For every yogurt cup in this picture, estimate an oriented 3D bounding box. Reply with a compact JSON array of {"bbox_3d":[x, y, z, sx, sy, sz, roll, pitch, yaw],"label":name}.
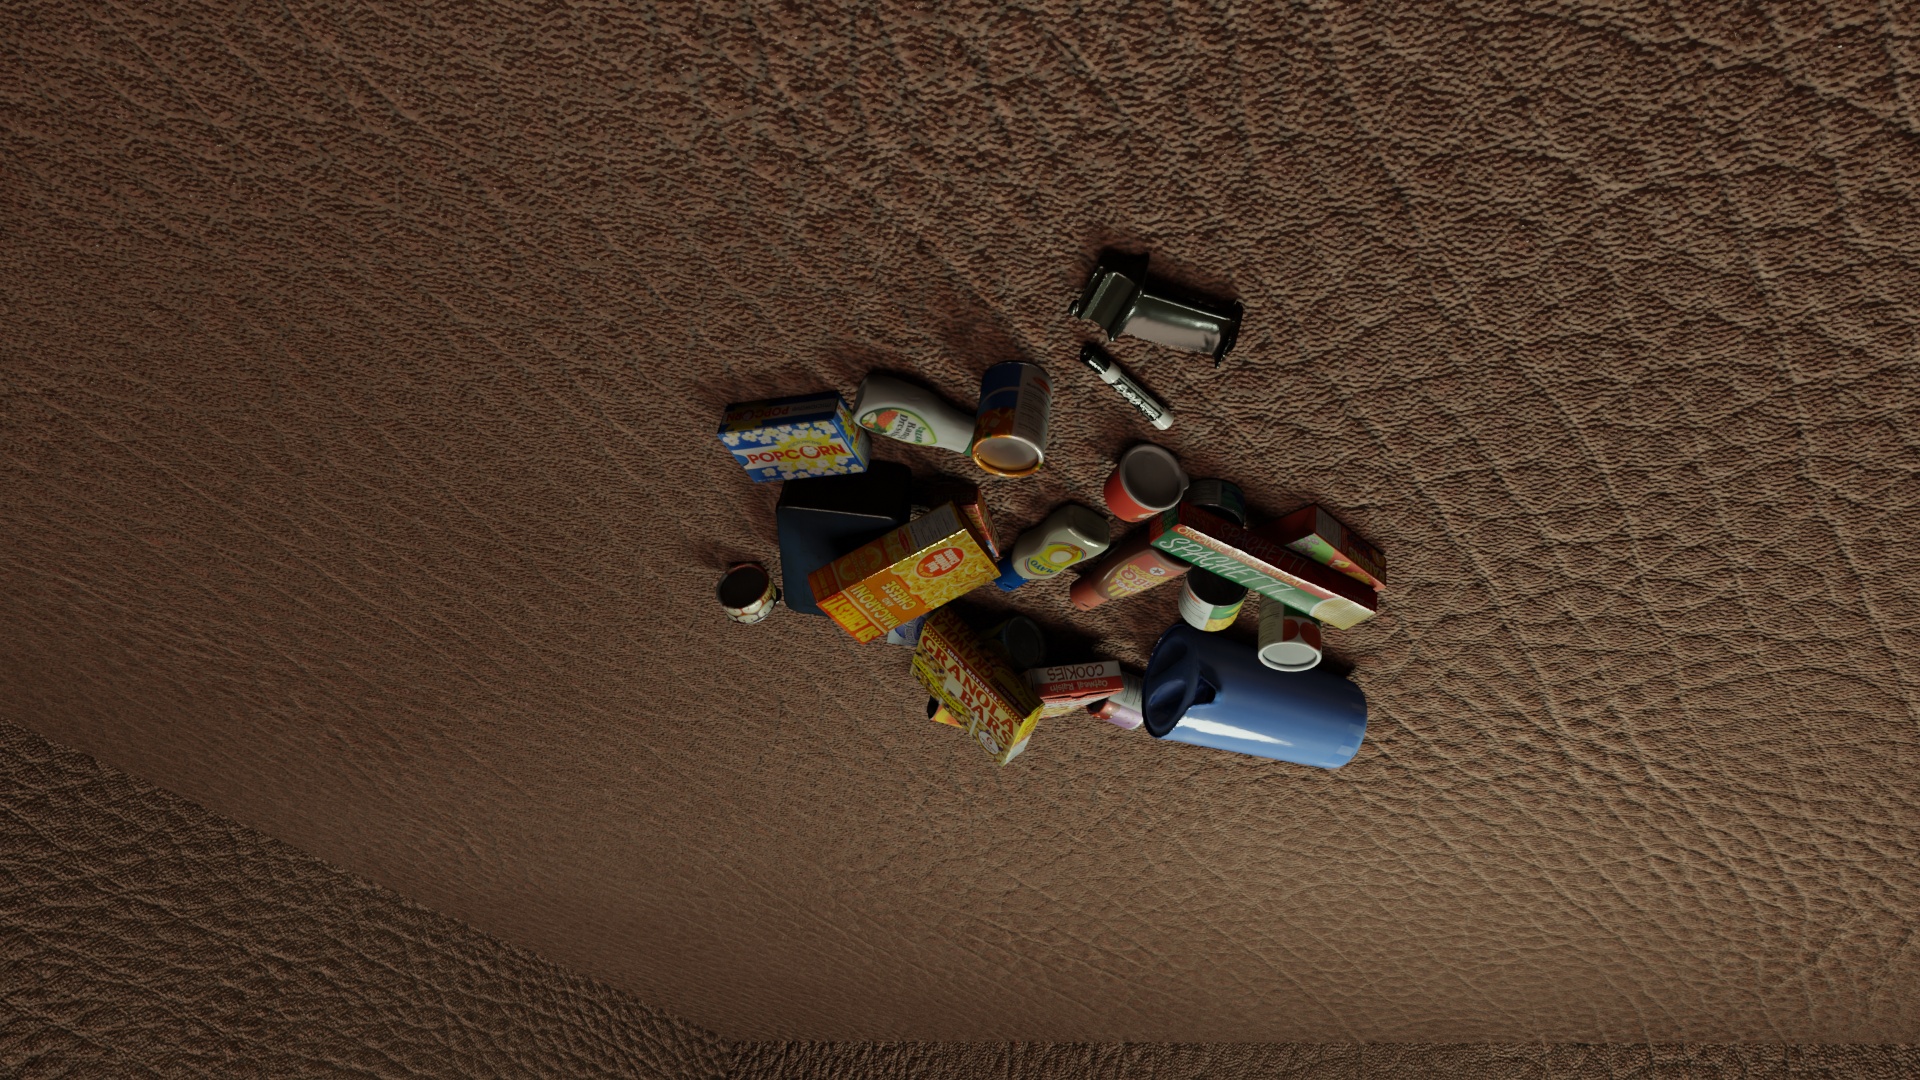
[{"bbox_3d":[0.172,-0.052,1.329,0.072,0.072,0.053,19,154,-15],"label":"yogurt cup"}]

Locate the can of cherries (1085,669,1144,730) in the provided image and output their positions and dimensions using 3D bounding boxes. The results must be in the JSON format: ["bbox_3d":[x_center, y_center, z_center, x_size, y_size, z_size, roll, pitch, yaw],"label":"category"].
[{"bbox_3d":[0.193,0.194,1.704,0.058,0.072,0.071,21,146,-18],"label":"can of cherries"}]

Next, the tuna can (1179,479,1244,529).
[{"bbox_3d":[0.249,-0.028,1.374,0.071,0.033,0.070,7,148,4],"label":"tuna can"}]

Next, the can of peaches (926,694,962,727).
[{"bbox_3d":[-0.005,0.204,1.769,0.058,0.071,0.071,16,147,-12],"label":"can of peaches"}]

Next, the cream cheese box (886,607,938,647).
[{"bbox_3d":[-0.057,0.093,1.648,0.053,0.024,0.103,10,148,-1],"label":"cream cheese box"}]

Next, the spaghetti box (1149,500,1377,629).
[{"bbox_3d":[0.301,0.027,1.377,0.250,0.029,0.050,23,145,-20],"label":"spaghetti box"}]

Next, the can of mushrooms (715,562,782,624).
[{"bbox_3d":[-0.245,0.060,1.605,0.071,0.071,0.033,-1,145,15],"label":"can of mushrooms"}]

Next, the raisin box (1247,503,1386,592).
[{"bbox_3d":[0.363,0.019,1.415,0.123,0.040,0.086,32,140,-30],"label":"raisin box"}]

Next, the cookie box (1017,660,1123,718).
[{"bbox_3d":[0.102,0.186,1.675,0.123,0.040,0.167,-4,164,-27],"label":"cookie box"}]

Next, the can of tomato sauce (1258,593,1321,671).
[{"bbox_3d":[0.354,0.089,1.484,0.071,0.083,0.070,7,147,4],"label":"can of tomato sauce"}]

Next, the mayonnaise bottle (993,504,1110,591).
[{"bbox_3d":[0.090,0.012,1.469,0.065,0.041,0.147,25,144,-26],"label":"mayonnaise bottle"}]

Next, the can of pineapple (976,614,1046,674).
[{"bbox_3d":[0.057,0.127,1.632,0.071,0.071,0.057,31,141,-31],"label":"can of pineapple"}]

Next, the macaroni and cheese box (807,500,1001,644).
[{"bbox_3d":[-0.056,0.035,1.417,0.166,0.040,0.123,-27,150,6],"label":"macaroni and cheese box"}]

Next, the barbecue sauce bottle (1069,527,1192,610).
[{"bbox_3d":[0.176,0.033,1.479,0.065,0.044,0.148,26,144,-26],"label":"barbecue sauce bottle"}]

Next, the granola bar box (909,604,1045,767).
[{"bbox_3d":[0.016,0.171,1.616,0.166,0.039,0.123,44,148,18],"label":"granola bar box"}]

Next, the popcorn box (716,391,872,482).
[{"bbox_3d":[-0.161,-0.100,1.360,0.126,0.038,0.085,-5,146,20],"label":"popcorn box"}]

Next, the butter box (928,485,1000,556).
[{"bbox_3d":[0.005,-0.018,1.458,0.053,0.024,0.103,-2,146,16],"label":"butter box"}]

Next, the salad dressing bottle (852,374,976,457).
[{"bbox_3d":[-0.026,-0.110,1.304,0.148,0.044,0.064,18,149,-15],"label":"salad dressing bottle"}]

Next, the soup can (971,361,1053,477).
[{"bbox_3d":[0.045,-0.108,1.253,0.071,0.084,0.071,7,148,4],"label":"soup can"}]

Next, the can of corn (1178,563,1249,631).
[{"bbox_3d":[0.269,0.054,1.469,0.071,0.071,0.058,8,148,2],"label":"can of corn"}]
